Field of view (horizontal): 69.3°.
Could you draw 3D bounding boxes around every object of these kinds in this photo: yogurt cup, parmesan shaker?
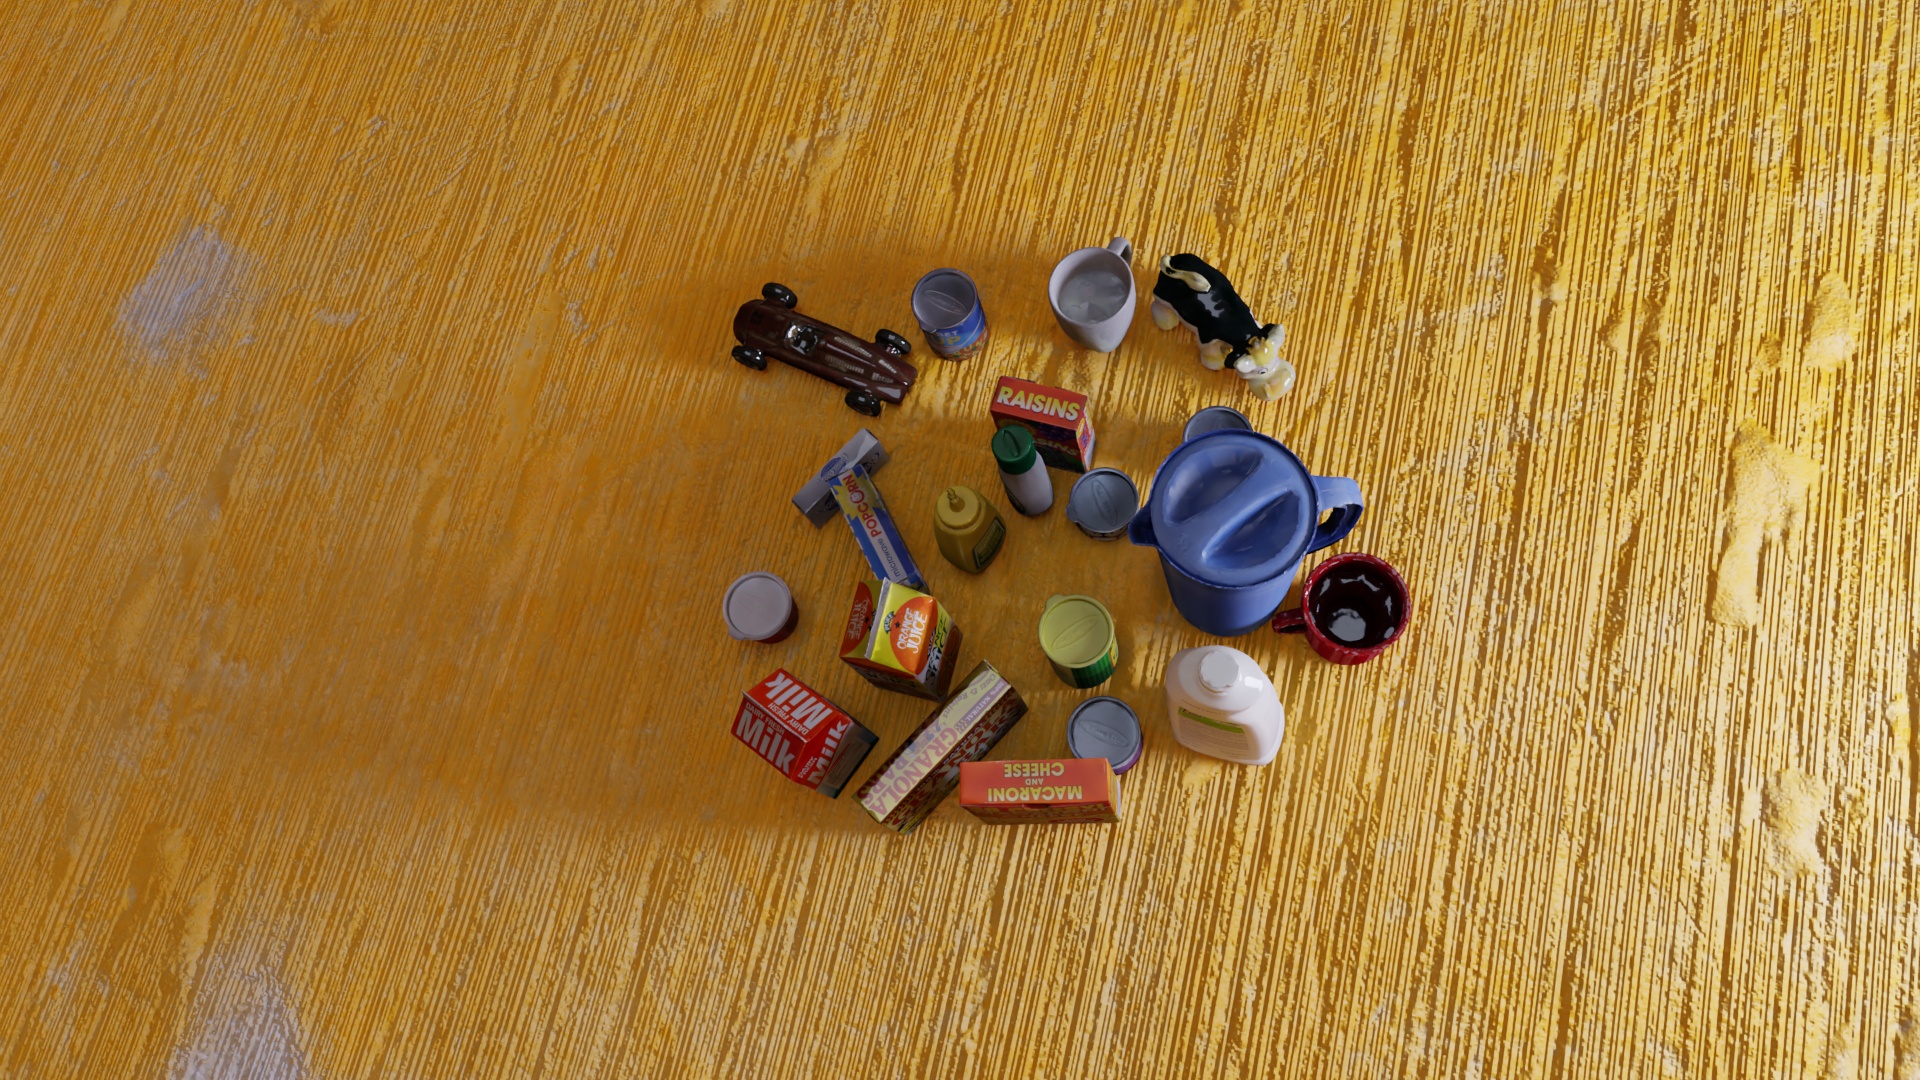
[{"bbox_3d":[-0.190,0.068,1.347,0.072,0.054,0.072,-3,73,9],"label":"yogurt cup"},{"bbox_3d":[0.108,0.091,1.263,0.071,0.103,0.071,-3,73,9],"label":"parmesan shaker"}]

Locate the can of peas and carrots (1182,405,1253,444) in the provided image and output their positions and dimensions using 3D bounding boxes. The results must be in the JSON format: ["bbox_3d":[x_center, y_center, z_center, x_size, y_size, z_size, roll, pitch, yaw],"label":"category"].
[{"bbox_3d":[0.247,-0.087,1.318,0.071,0.058,0.071,-3,73,9],"label":"can of peas and carrots"}]

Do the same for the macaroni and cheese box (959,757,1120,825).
[{"bbox_3d":[0.073,0.219,1.197,0.124,0.166,0.040,-3,73,9],"label":"macaroni and cheese box"}]

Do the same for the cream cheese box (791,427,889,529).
[{"bbox_3d":[-0.118,-0.061,1.375,0.024,0.053,0.104,43,84,18],"label":"cream cheese box"}]

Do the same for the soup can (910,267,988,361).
[{"bbox_3d":[-0.011,-0.222,1.390,0.071,0.083,0.071,-3,73,9],"label":"soup can"}]

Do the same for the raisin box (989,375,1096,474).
[{"bbox_3d":[0.081,-0.109,1.319,0.086,0.123,0.040,15,77,14],"label":"raisin box"}]

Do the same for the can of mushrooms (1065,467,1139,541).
[{"bbox_3d":[0.136,-0.033,1.334,0.071,0.033,0.071,-3,73,9],"label":"can of mushrooms"}]

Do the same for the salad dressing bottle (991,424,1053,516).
[{"bbox_3d":[0.057,-0.066,1.297,0.044,0.147,0.064,-26,71,1],"label":"salad dressing bottle"}]

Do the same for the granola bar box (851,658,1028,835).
[{"bbox_3d":[-0.014,0.188,1.243,0.039,0.124,0.166,42,84,18],"label":"granola bar box"}]

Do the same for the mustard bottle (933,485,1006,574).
[{"bbox_3d":[0.005,-0.016,1.284,0.049,0.160,0.065,31,81,17],"label":"mustard bottle"}]

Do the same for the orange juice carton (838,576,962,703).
[{"bbox_3d":[-0.055,0.090,1.244,0.073,0.192,0.072,12,76,13],"label":"orange juice carton"}]

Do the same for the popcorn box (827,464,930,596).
[{"bbox_3d":[-0.077,-0.002,1.333,0.038,0.085,0.127,-28,71,1],"label":"popcorn box"}]

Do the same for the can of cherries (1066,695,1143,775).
[{"bbox_3d":[0.130,0.180,1.256,0.071,0.058,0.071,-3,73,9],"label":"can of cherries"}]

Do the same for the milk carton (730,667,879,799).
[{"bbox_3d":[-0.140,0.171,1.235,0.072,0.190,0.073,34,82,17],"label":"milk carton"}]
